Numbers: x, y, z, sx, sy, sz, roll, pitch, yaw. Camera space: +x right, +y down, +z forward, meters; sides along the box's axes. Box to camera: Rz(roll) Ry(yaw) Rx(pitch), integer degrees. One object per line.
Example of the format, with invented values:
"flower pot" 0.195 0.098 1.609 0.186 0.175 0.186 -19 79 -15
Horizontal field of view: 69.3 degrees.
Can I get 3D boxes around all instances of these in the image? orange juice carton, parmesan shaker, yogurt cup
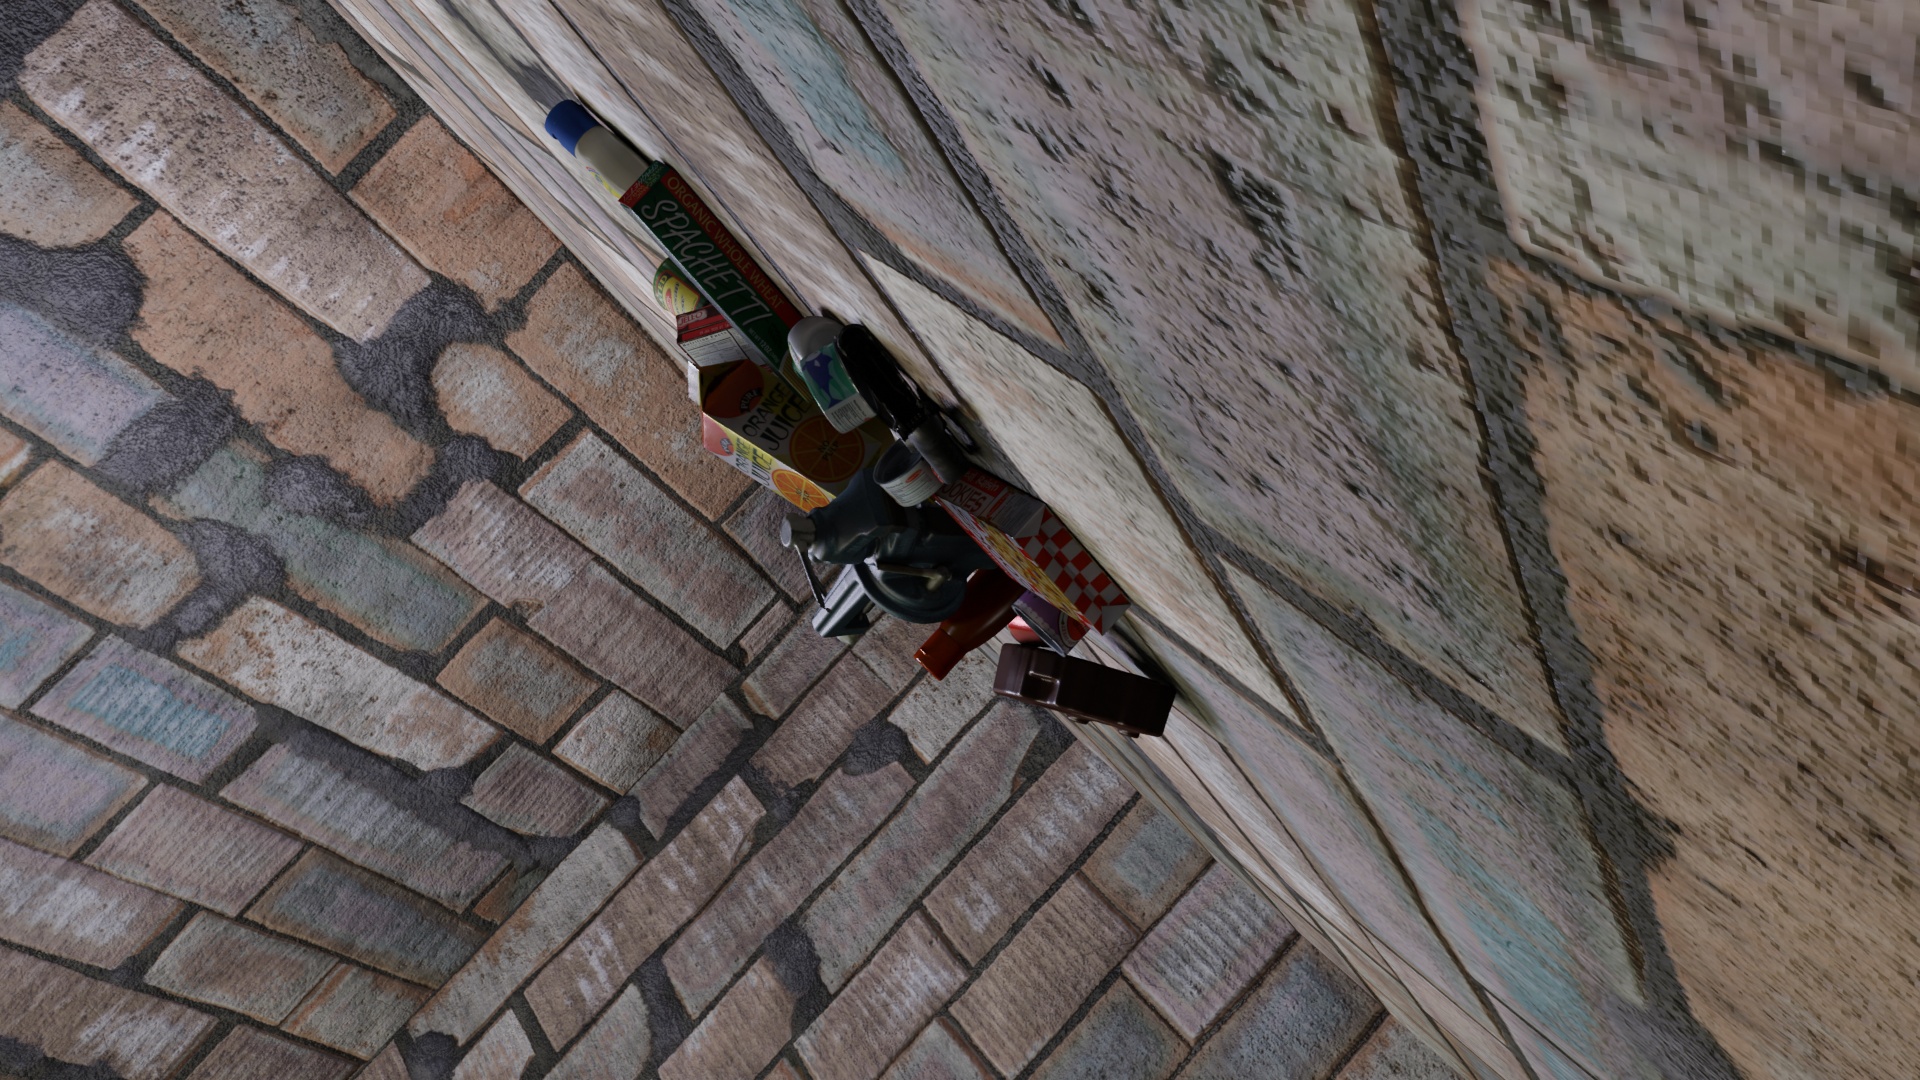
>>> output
"orange juice carton" -0.175 -0.100 1.296 0.193 0.073 0.071 32 156 4
"parmesan shaker" -0.251 -0.240 1.368 0.103 0.071 0.071 38 172 43
"yogurt cup" 0.085 0.074 1.348 0.072 0.072 0.054 46 166 -21

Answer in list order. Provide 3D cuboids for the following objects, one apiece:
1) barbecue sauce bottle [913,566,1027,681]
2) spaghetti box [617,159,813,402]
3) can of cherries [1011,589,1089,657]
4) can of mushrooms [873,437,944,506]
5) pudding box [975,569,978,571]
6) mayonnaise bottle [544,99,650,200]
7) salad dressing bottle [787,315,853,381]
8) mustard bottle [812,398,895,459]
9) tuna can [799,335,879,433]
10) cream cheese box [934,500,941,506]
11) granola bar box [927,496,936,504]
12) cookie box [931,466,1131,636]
"barbecue sauce bottle" 0.018 0.068 1.325 0.065 0.149 0.043 36 170 49
"spaghetti box" -0.191 -0.215 1.187 0.029 0.050 0.249 34 169 49
"can of cherries" 0.090 0.061 1.229 0.071 0.058 0.071 44 174 6
"can of mushrooms" -0.037 -0.064 1.164 0.033 0.071 0.071 45 174 -26
"pudding box" 0.023 0.016 1.525 0.083 0.030 0.050 47 175 -28
"mayonnaise bottle" -0.290 -0.316 1.184 0.148 0.041 0.064 42 177 8
"salad dressing bottle" -0.116 -0.153 1.155 0.064 0.044 0.147 44 175 -10
"mustard bottle" -0.123 -0.135 1.326 0.065 0.049 0.159 31 166 45
"tuna can" -0.093 -0.119 1.054 0.071 0.033 0.071 59 -173 -12
"cream cheese box" 0.005 -0.018 1.420 0.053 0.024 0.103 43 175 12
"granola bar box" -0.063 -0.048 1.611 0.166 0.039 0.124 42 175 9
"cookie box" 0.053 0.001 1.138 0.122 0.040 0.168 47 173 -29
